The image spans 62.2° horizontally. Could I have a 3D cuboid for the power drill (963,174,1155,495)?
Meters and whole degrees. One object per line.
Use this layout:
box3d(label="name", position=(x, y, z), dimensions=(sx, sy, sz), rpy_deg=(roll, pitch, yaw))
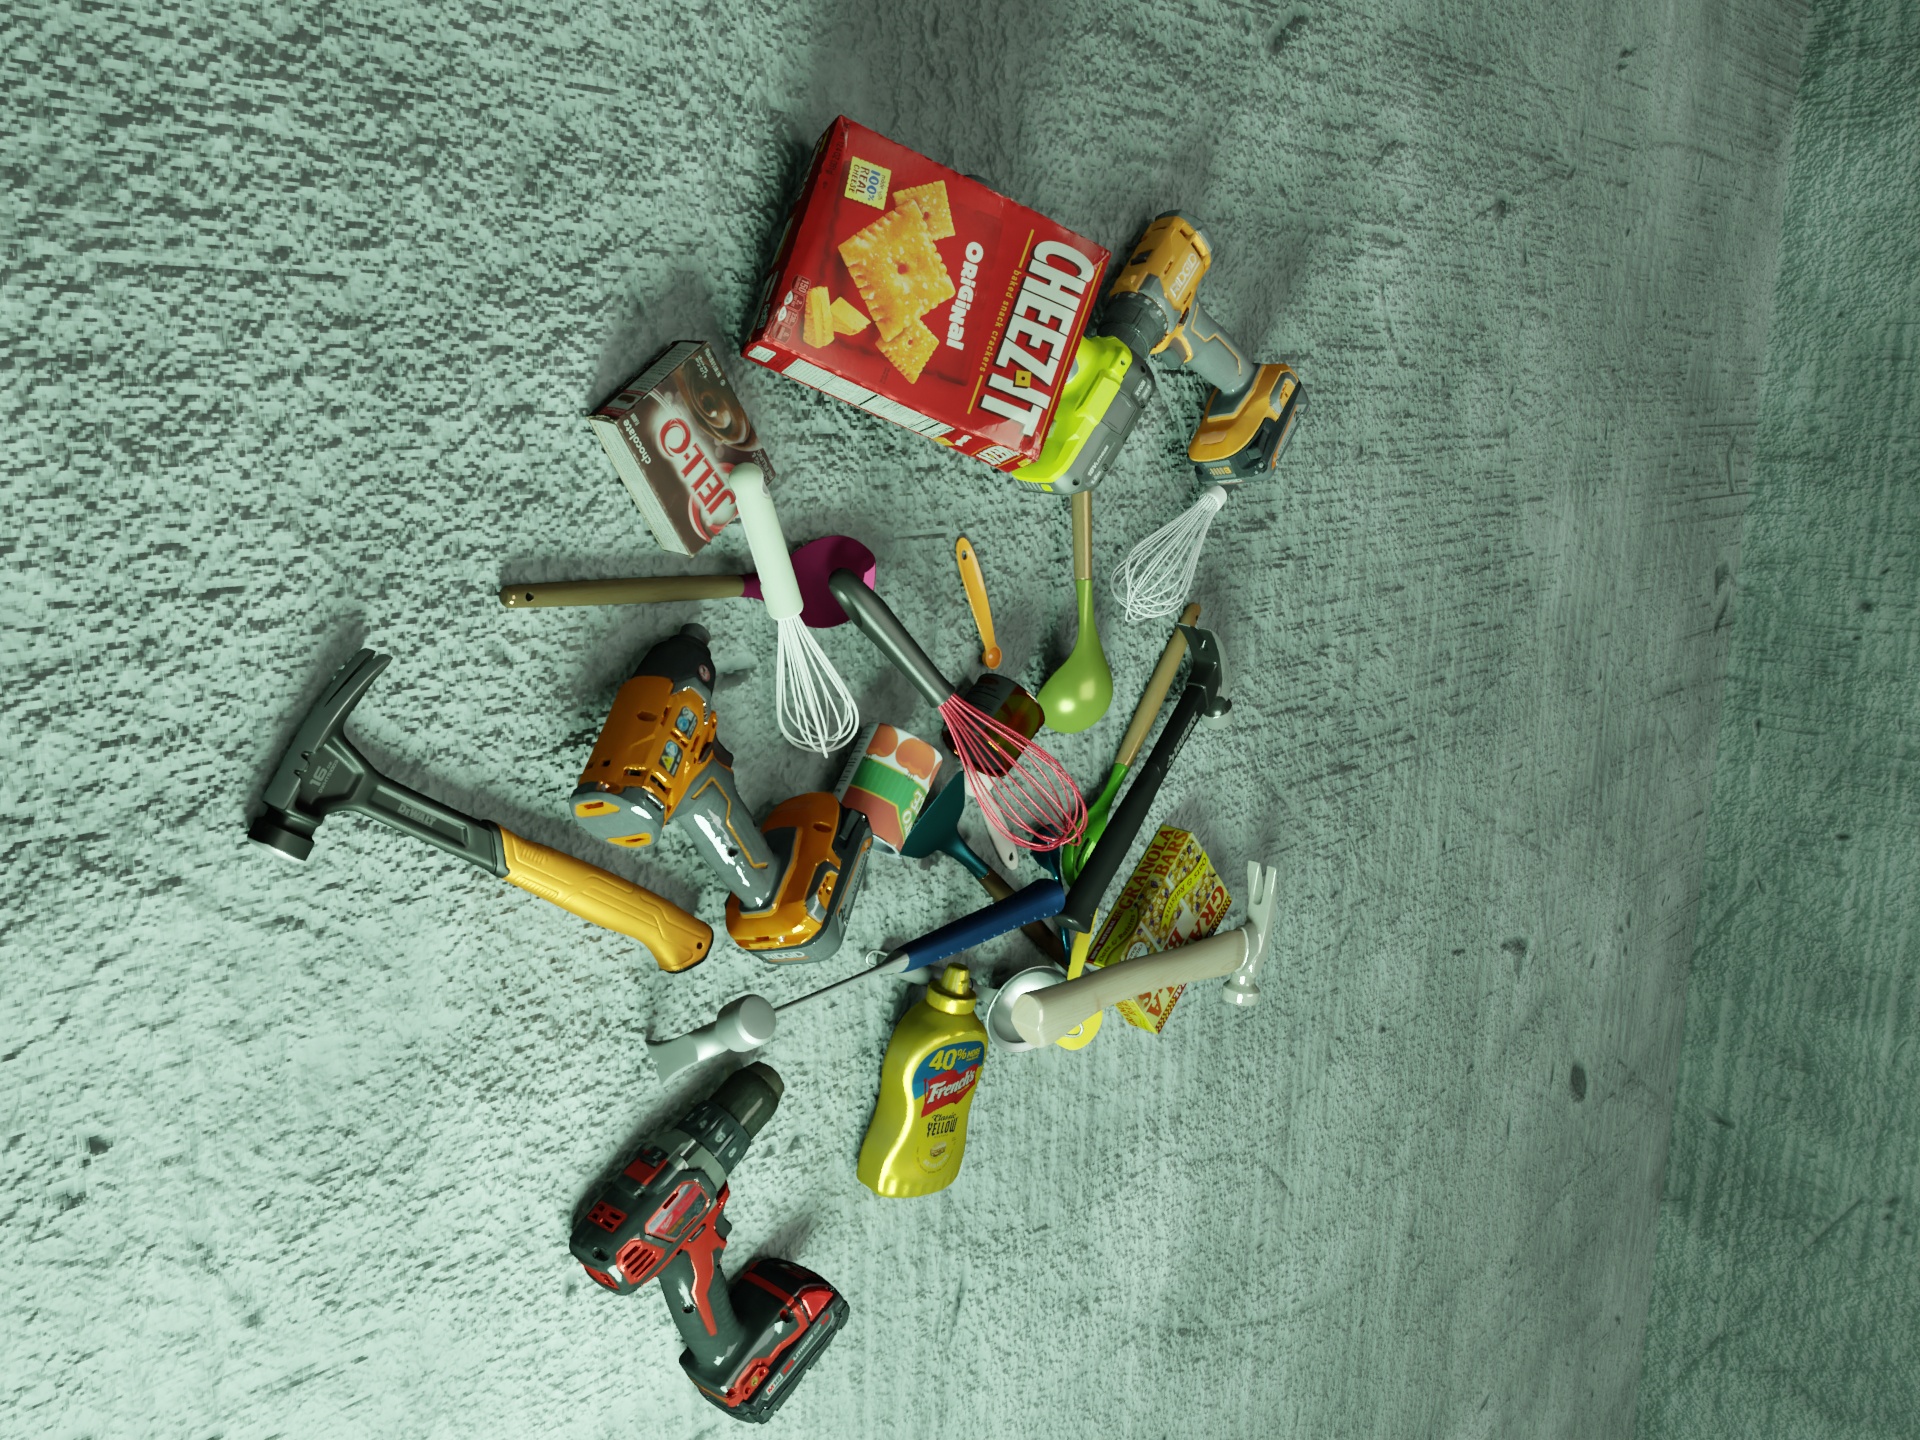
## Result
box3d(label="power drill", position=(0.032, -0.276, 1.212), dimensions=(0.223, 0.080, 0.171), rpy_deg=(36, 80, -34))

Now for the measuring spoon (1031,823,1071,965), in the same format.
box3d(label="measuring spoon", position=(0.080, 0.156, 1.410), dimensions=(0.042, 0.021, 0.128), rpy_deg=(-25, 108, -73))

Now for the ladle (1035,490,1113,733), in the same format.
box3d(label="ladle", position=(0.096, -0.148, 1.368), dimensions=(0.078, 0.062, 0.320), rpy_deg=(-7, 97, -44))

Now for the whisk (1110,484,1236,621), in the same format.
box3d(label="whisk", position=(0.221, -0.188, 1.483), dimensions=(0.285, 0.070, 0.070), rpy_deg=(-51, 132, -34))

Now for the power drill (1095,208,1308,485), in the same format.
box3d(label="power drill", position=(0.202, -0.304, 1.398), dimensions=(0.226, 0.084, 0.185), rpy_deg=(47, 61, -33))

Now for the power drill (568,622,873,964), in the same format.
box3d(label="power drill", position=(-0.155, 0.050, 1.086), dimensions=(0.226, 0.084, 0.164), rpy_deg=(49, 44, -39))

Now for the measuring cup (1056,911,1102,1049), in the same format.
box3d(label="measuring cup", position=(0.115, 0.233, 1.455), dimensions=(0.062, 0.029, 0.156), rpy_deg=(-14, 123, -42))

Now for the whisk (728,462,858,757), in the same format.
box3d(label="whisk", position=(-0.120, -0.071, 1.108), dimensions=(0.058, 0.059, 0.246), rpy_deg=(-95, 173, -52))

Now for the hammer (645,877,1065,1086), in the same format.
box3d(label="hammer", position=(-0.059, 0.186, 1.203), dimensions=(0.405, 0.144, 0.035), rpy_deg=(-15, 79, -49))

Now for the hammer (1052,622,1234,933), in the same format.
box3d(label="hammer", position=(0.168, 0.057, 1.450), dimensions=(0.335, 0.035, 0.146), rpy_deg=(-56, 146, -31))

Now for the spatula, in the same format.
box3d(label="spatula", position=(0.036, 0.147, 1.359), dimensions=(0.082, 0.044, 0.317), rpy_deg=(-52, 135, -12))

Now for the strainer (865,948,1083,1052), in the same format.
box3d(label="strainer", position=(0.011, 0.227, 1.353), dimensions=(0.258, 0.050, 0.087), rpy_deg=(26, 96, -42))

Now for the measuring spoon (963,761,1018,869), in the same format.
box3d(label="measuring spoon", position=(0.033, 0.083, 1.359), dimensions=(0.034, 0.018, 0.124), rpy_deg=(-46, 131, -31))

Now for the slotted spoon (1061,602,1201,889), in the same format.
box3d(label="slotted spoon", position=(0.161, 0.022, 1.483), dimensions=(0.314, 0.031, 0.070), rpy_deg=(-64, 145, -19))

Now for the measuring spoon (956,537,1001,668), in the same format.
box3d(label="measuring spoon", position=(0.012, -0.096, 1.303), dimensions=(0.021, 0.011, 0.116), rpy_deg=(-36, 121, -38))

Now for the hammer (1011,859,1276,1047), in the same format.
box3d(label="hammer", position=(0.181, 0.223, 1.470), dimensions=(0.410, 0.038, 0.146), rpy_deg=(-3, 104, -52))

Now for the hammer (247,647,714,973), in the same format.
box3d(label="hammer", position=(-0.273, 0.082, 1.005), dimensions=(0.336, 0.034, 0.127), rpy_deg=(38, 72, -46))

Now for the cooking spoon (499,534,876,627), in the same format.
box3d(label="cooking spoon", position=(-0.172, -0.092, 1.088), dimensions=(0.318, 0.017, 0.068), rpy_deg=(-8, 109, -48))

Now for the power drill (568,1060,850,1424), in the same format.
box3d(label="power drill", position=(-0.166, 0.380, 1.167), dimensions=(0.188, 0.080, 0.226), rpy_deg=(-46, 127, -32))

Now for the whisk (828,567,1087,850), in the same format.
box3d(label="whisk", position=(-0.002, -0.004, 1.205), dimensions=(0.295, 0.073, 0.073), rpy_deg=(49, 62, -21))
